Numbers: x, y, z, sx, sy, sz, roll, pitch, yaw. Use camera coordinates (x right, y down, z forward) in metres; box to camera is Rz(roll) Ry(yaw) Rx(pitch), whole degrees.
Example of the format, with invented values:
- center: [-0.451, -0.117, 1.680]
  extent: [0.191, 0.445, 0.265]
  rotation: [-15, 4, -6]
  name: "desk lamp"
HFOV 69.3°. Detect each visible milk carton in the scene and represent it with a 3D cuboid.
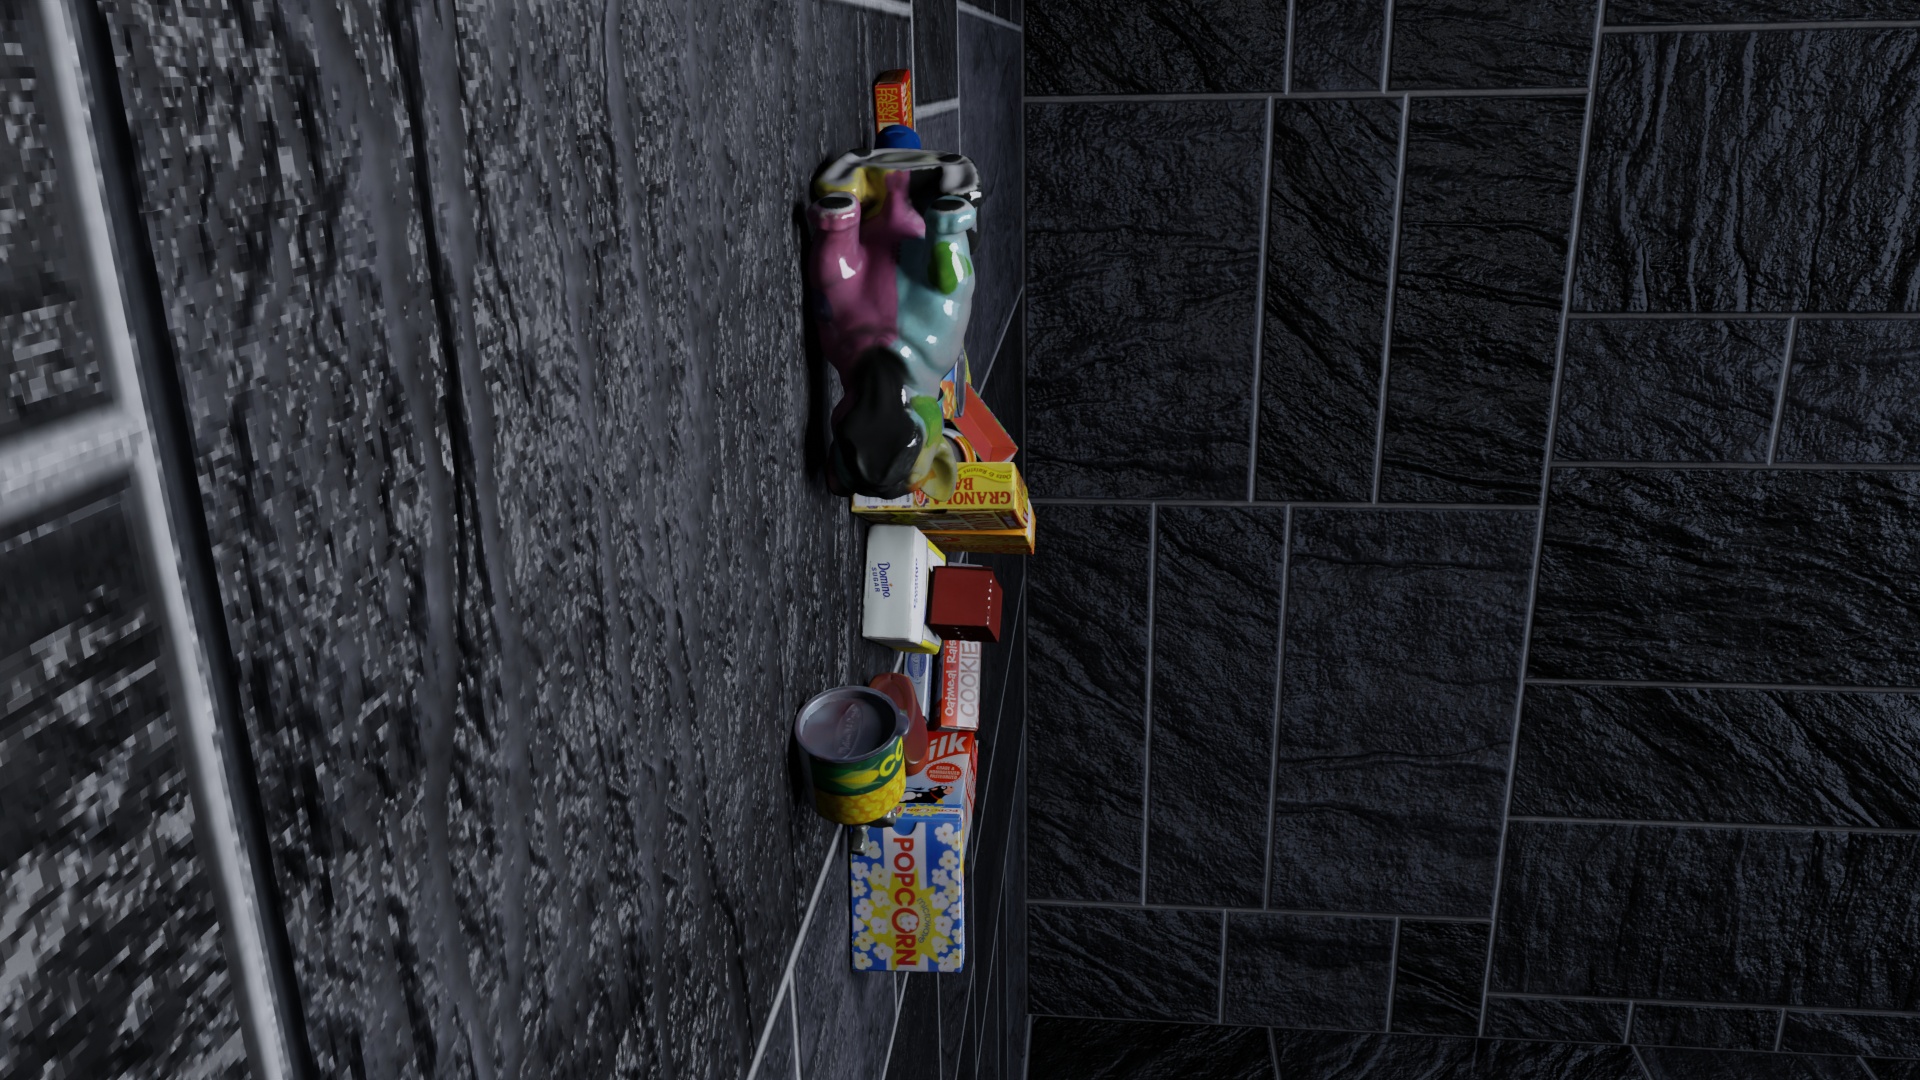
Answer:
- center: [-0.027, 0.230, 1.254]
  extent: [0.191, 0.072, 0.073]
  rotation: [-74, 164, -65]
  name: "milk carton"

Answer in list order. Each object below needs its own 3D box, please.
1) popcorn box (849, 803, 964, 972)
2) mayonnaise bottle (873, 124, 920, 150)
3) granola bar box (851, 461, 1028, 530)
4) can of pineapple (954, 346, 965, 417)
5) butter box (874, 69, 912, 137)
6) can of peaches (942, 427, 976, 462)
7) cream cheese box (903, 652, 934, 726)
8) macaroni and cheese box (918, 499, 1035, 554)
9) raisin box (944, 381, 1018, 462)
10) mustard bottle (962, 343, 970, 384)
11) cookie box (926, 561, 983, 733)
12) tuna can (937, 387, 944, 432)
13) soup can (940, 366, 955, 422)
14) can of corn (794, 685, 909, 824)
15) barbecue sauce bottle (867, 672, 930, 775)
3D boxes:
- center: [-0.040, 0.266, 1.067]
  extent: [0.038, 0.085, 0.126]
  rotation: [-64, 154, -79]
  name: "popcorn box"
- center: [-0.050, -0.252, 1.030]
  extent: [0.041, 0.065, 0.149]
  rotation: [88, 2, -50]
  name: "mayonnaise bottle"
- center: [-0.012, -0.033, 1.105]
  extent: [0.165, 0.124, 0.039]
  rotation: [35, 55, -83]
  name: "granola bar box"
- center: [-0.027, -0.144, 1.269]
  extent: [0.071, 0.058, 0.071]
  rotation: [-2, 93, -84]
  name: "can of pineapple"
- center: [-0.054, -0.332, 1.147]
  extent: [0.053, 0.024, 0.103]
  rotation: [-80, 170, -59]
  name: "butter box"
- center: [-0.020, -0.070, 1.297]
  extent: [0.058, 0.071, 0.071]
  rotation: [-28, 119, -83]
  name: "can of peaches"
- center: [-0.040, 0.125, 1.342]
  extent: [0.053, 0.024, 0.104]
  rotation: [73, 19, -71]
  name: "cream cheese box"
- center: [0.005, -0.016, 1.271]
  extent: [0.166, 0.124, 0.040]
  rotation: [47, 45, -82]
  name: "macaroni and cheese box"
- center: [0.010, -0.099, 1.388]
  extent: [0.086, 0.040, 0.123]
  rotation: [53, -11, 4]
  name: "raisin box"
- center: [-0.016, -0.170, 1.416]
  extent: [0.160, 0.049, 0.065]
  rotation: [47, 46, -81]
  name: "mustard bottle"
- center: [-0.009, 0.121, 1.400]
  extent: [0.122, 0.040, 0.168]
  rotation: [122, -28, -67]
  name: "cookie box"
- center: [-0.045, -0.098, 1.061]
  extent: [0.071, 0.071, 0.032]
  rotation: [-79, 169, -61]
  name: "tuna can"
- center: [-0.038, -0.140, 1.132]
  extent: [0.071, 0.071, 0.083]
  rotation: [18, 74, -84]
  name: "soup can"
- center: [-0.066, 0.135, 0.871]
  extent: [0.071, 0.071, 0.058]
  rotation: [-82, 171, -52]
  name: "can of corn"
- center: [-0.051, 0.161, 1.156]
  extent: [0.148, 0.044, 0.065]
  rotation: [79, 14, -66]
  name: "barbecue sauce bottle"
